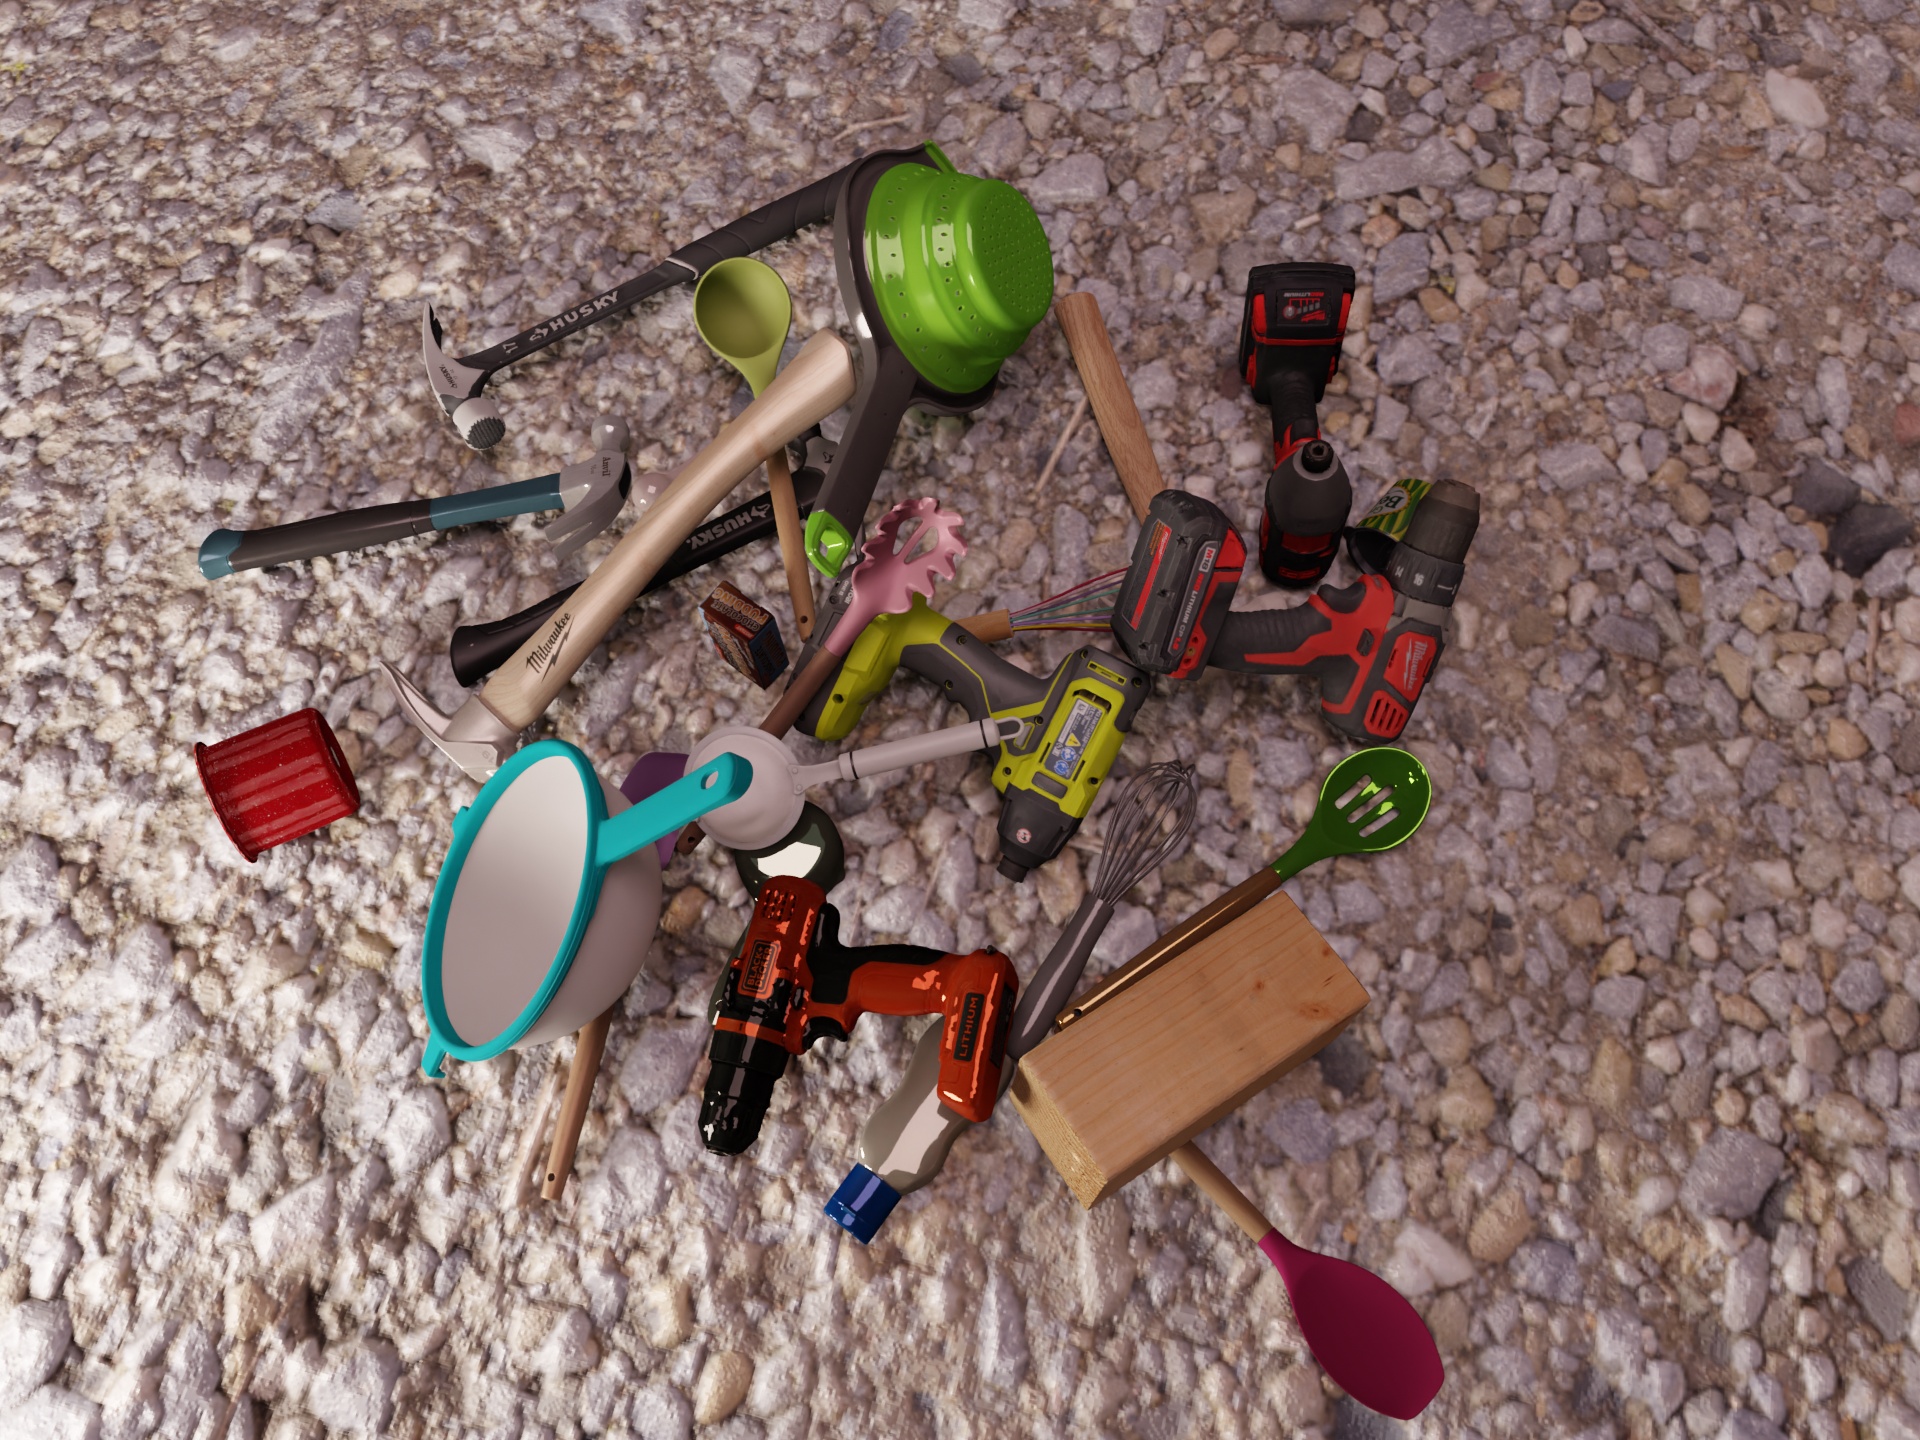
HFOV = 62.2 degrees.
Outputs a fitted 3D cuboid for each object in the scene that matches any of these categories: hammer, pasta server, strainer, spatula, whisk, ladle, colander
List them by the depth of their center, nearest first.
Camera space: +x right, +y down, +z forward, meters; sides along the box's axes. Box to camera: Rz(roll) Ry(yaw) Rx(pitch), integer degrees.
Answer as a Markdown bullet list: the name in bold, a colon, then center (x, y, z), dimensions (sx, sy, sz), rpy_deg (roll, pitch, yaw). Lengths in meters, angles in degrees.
- **strainer**: center (-0.216, 0.101, 1.006), dimensions (0.340, 0.095, 0.211), rpy_deg (-28, 52, 37)
- **strainer**: center (-0.083, 0.032, 1.066), dimensions (0.258, 0.050, 0.087), rpy_deg (-14, 99, 4)
- **pasta server**: center (-0.102, -0.024, 1.073), dimensions (0.060, 0.040, 0.316), rpy_deg (35, 107, -14)
- **whisk**: center (0.096, 0.126, 1.081), dimensions (0.055, 0.055, 0.239), rpy_deg (29, 75, 13)
- **spatula**: center (-0.241, 0.167, 1.090), dimensions (0.060, 0.018, 0.316), rpy_deg (1, 66, 19)
- **colander**: center (-0.016, -0.270, 1.149), dimensions (0.094, 0.204, 0.397), rpy_deg (-8, 51, 36)
- **whisk**: center (0.057, -0.072, 1.149), dimensions (0.245, 0.051, 0.047), rpy_deg (-11, 89, 12)
- **hammer**: center (-0.233, -0.131, 1.149), dimensions (0.146, 0.038, 0.410), rpy_deg (42, 86, 5)
- **ladle**: center (-0.143, -0.207, 1.192), dimensions (0.078, 0.062, 0.320), rpy_deg (-16, 68, 10)
- **hammer**: center (-0.227, -0.111, 1.201), dimensions (0.335, 0.035, 0.146), rpy_deg (-28, 68, -10)
- **hammer**: center (-0.416, -0.156, 1.218), dimensions (0.331, 0.033, 0.128), rpy_deg (-11, 49, 1)
- **hammer**: center (0.134, -0.194, 1.226), dimensions (0.130, 0.031, 0.332), rpy_deg (-15, 67, -5)
- **hammer**: center (-0.249, -0.365, 1.308), dimensions (0.409, 0.036, 0.149), rpy_deg (-30, 61, -13)

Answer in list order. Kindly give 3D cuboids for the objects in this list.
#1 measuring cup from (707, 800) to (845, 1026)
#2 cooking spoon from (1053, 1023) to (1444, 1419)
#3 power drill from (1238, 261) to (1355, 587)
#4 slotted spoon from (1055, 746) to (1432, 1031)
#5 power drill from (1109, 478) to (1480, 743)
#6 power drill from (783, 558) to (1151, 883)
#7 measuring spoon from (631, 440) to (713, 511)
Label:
- **measuring cup**: center (-0.137, 0.129, 1.091), dimensions (0.083, 0.038, 0.168), rpy_deg (19, 67, 10)
- **cooking spoon**: center (0.175, 0.308, 1.014), dimensions (0.069, 0.017, 0.319), rpy_deg (-39, 71, -19)
- **power drill**: center (0.252, -0.224, 1.176), dimensions (0.078, 0.143, 0.220), rpy_deg (1, 64, 5)
- **slotted spoon**: center (0.193, 0.118, 1.084), dimensions (0.314, 0.031, 0.070), rpy_deg (-33, 75, -13)
- **power drill**: center (0.235, -0.093, 1.080), dimensions (0.226, 0.080, 0.188), rpy_deg (13, 108, -16)
- **power drill**: center (-0.002, -0.004, 1.110), dimensions (0.223, 0.080, 0.171), rpy_deg (28, 97, 11)
- **measuring spoon**: center (-0.205, -0.206, 1.250), dimensions (0.124, 0.018, 0.034), rpy_deg (-37, 70, -14)
